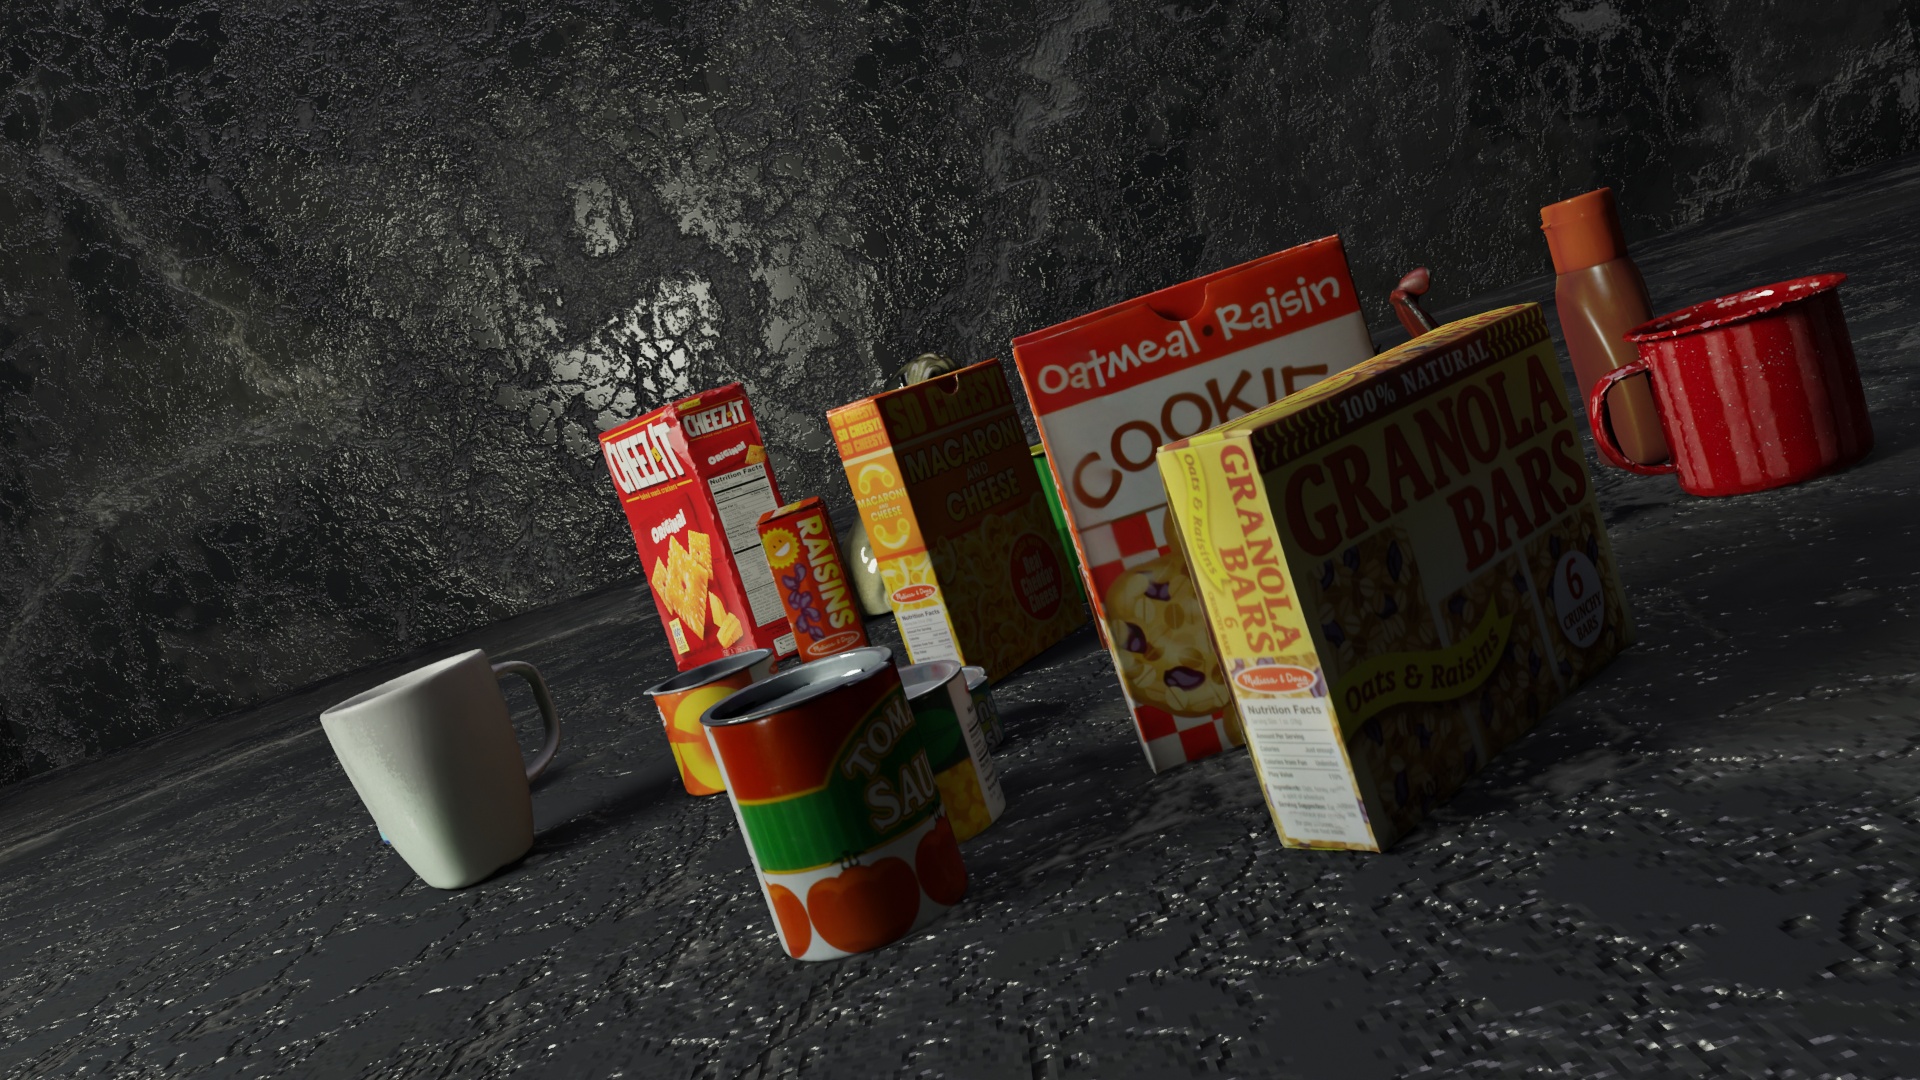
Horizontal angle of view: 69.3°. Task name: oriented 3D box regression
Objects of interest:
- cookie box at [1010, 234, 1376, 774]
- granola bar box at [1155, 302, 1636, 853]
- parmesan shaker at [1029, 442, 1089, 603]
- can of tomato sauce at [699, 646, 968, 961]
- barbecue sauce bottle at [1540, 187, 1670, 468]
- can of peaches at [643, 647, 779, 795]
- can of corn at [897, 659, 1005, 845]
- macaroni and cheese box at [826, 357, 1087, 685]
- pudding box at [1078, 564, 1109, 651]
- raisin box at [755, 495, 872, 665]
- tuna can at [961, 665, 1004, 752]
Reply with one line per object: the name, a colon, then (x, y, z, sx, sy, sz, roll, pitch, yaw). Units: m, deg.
cookie box: (0.102, -0.013, 0.513, 0.123, 0.167, 0.040, -18, 6, 2)
granola bar box: (0.143, 0.005, 0.436, 0.166, 0.124, 0.039, -23, 7, -38)
parmesan shaker: (0.074, -0.015, 0.906, 0.071, 0.103, 0.071, -18, 6, 2)
can of tomato sauce: (-0.039, 0.085, 0.456, 0.071, 0.083, 0.071, -18, 6, 2)
barbecue sauce bottle: (0.355, -0.115, 0.758, 0.043, 0.148, 0.065, -18, 6, 5)
can of peaches: (-0.123, 0.095, 0.728, 0.071, 0.058, 0.071, -18, 6, 2)
can of corn: (-0.024, 0.085, 0.528, 0.071, 0.058, 0.071, -18, 6, 2)
macaroni and cheese box: (0.003, -0.010, 0.777, 0.040, 0.166, 0.124, -14, 7, 37)
pudding box: (0.109, 0.022, 0.732, 0.083, 0.049, 0.030, -17, 6, 12)
raisin box: (-0.076, 0.039, 0.777, 0.040, 0.123, 0.086, -19, 6, -3)
tuna can: (-0.013, 0.083, 0.629, 0.071, 0.033, 0.071, -18, 6, 2)
